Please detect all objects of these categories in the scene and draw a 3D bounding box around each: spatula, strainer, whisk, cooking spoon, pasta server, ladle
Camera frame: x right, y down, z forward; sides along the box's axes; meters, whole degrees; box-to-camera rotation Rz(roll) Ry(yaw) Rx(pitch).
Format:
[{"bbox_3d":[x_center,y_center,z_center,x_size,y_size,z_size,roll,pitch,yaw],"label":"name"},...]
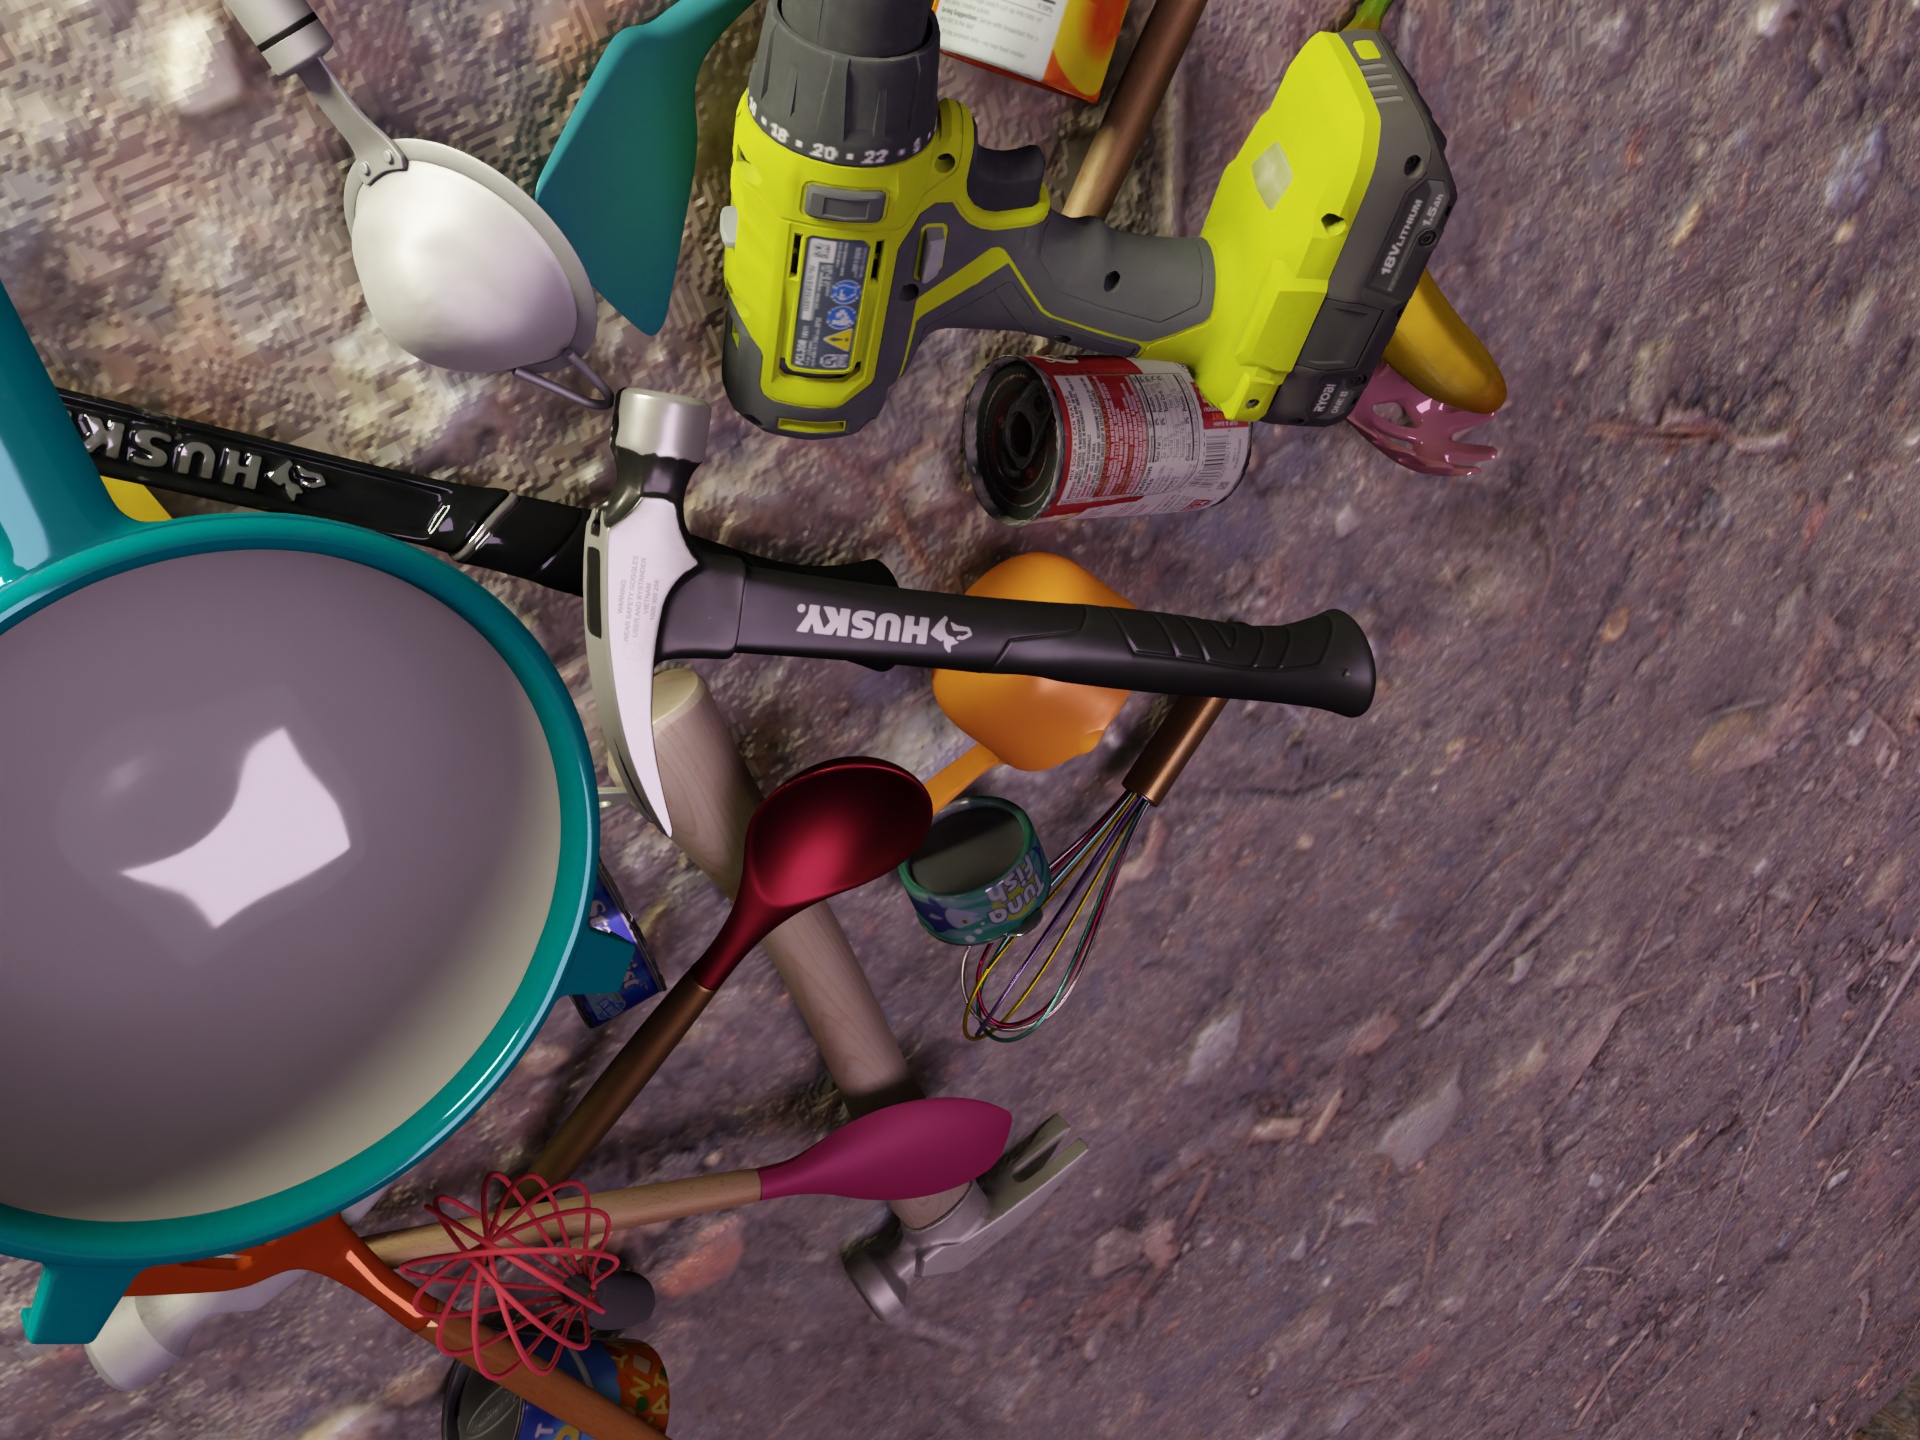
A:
[{"bbox_3d":[-0.029,-0.271,0.521,0.317,0.044,0.082,-49,156,-2],"label":"spatula"},{"bbox_3d":[-0.230,-0.016,0.424,0.211,0.095,0.340,-33,125,-31],"label":"strainer"},{"bbox_3d":[0.075,0.054,0.773,0.047,0.051,0.245,38,83,-30],"label":"whisk"},{"bbox_3d":[-0.204,0.262,0.656,0.081,0.041,0.322,-43,125,-4],"label":"spatula"},{"bbox_3d":[-0.117,0.216,0.722,0.318,0.017,0.068,-2,123,-27],"label":"cooking spoon"},{"bbox_3d":[-0.186,-0.184,0.454,0.258,0.087,0.050,58,44,-30],"label":"strainer"},{"bbox_3d":[-0.159,0.230,0.645,0.073,0.073,0.295,-33,162,-14],"label":"whisk"},{"bbox_3d":[0.128,-0.170,0.694,0.316,0.040,0.060,15,73,-37],"label":"pasta server"},{"bbox_3d":[0.088,-0.296,0.582,0.078,0.062,0.320,11,112,-40],"label":"ladle"},{"bbox_3d":[-0.121,0.127,0.669,0.069,0.031,0.315,28,111,-31],"label":"ladle"}]

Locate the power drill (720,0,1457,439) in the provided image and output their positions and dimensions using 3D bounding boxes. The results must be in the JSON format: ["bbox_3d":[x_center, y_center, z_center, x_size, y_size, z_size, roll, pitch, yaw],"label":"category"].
[{"bbox_3d":[0.037,-0.177,0.527,0.228,0.080,0.190,0,142,-14],"label":"power drill"}]

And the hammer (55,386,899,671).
[{"bbox_3d":[-0.179,-0.064,0.532,0.408,0.036,0.149,11,95,-41],"label":"hammer"}]

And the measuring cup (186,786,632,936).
[{"bbox_3d":[-0.194,0.053,0.557,0.167,0.038,0.083,-9,161,-9],"label":"measuring cup"}]

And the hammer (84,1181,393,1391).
[{"bbox_3d":[-0.336,0.080,0.522,0.144,0.035,0.405,-35,131,-13],"label":"hammer"}]

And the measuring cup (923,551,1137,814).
[{"bbox_3d":[-0.001,-0.002,0.688,0.173,0.095,0.052,-41,124,19],"label":"measuring cup"}]

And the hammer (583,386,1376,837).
[{"bbox_3d":[0.024,-0.025,0.602,0.334,0.035,0.146,4,99,-28],"label":"hammer"}]

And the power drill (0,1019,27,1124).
[{"bbox_3d":[-0.394,0.127,0.452,0.226,0.084,0.164,-29,127,7],"label":"power drill"}]

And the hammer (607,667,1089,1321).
[{"bbox_3d":[-0.049,0.132,0.752,0.146,0.038,0.410,-34,130,-15],"label":"hammer"}]

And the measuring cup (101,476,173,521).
[{"bbox_3d":[-0.248,-0.033,0.529,0.062,0.029,0.156,-41,120,-17],"label":"measuring cup"}]
